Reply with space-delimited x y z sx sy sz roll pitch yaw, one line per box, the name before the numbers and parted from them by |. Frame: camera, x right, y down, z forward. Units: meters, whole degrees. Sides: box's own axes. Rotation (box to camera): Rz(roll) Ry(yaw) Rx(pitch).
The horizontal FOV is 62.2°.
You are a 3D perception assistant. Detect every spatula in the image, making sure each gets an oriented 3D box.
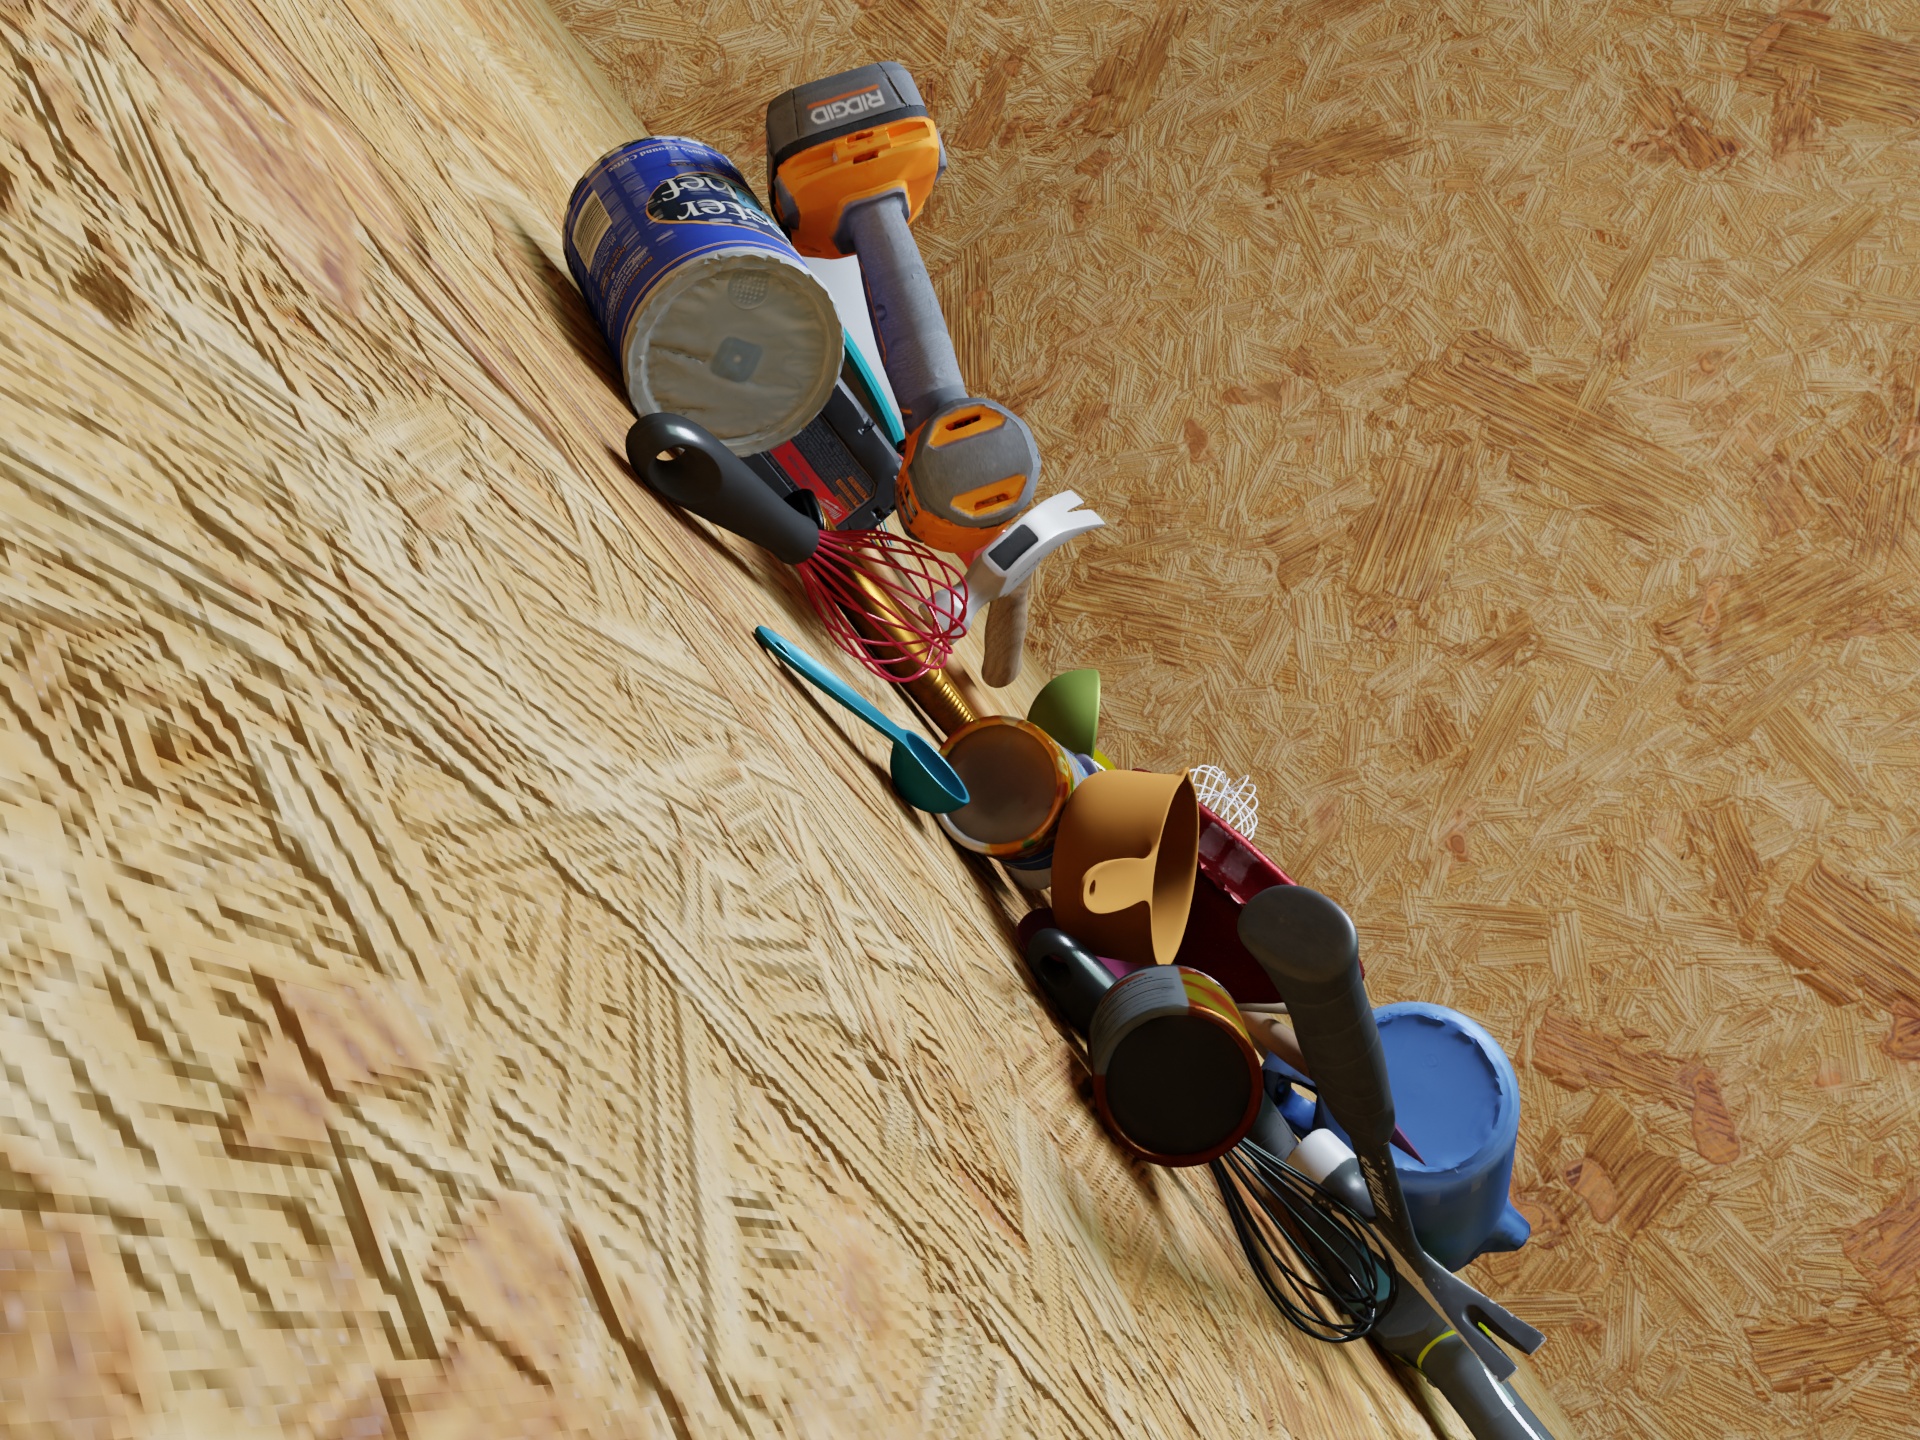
spatula | -0.051 -0.114 1.170 0.322 0.041 0.081 54 -8 -16
spatula | 0.188 0.184 0.866 0.060 0.018 0.316 51 -2 1

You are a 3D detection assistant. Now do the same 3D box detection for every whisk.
whisk | -0.064 -0.151 1.298 0.245 0.051 0.047 61 2 30
whisk | 0.159 0.103 1.125 0.070 0.070 0.285 54 30 -4
whisk | 0.108 0.181 0.691 0.239 0.055 0.055 49 6 -8
whisk | -0.067 -0.078 0.738 0.073 0.073 0.295 56 11 24

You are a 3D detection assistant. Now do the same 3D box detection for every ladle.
ladle | 0.135 0.101 1.000 0.320 0.062 0.078 54 18 -24

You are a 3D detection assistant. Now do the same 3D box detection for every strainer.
strainer | -0.033 -0.245 1.202 0.341 0.095 0.210 50 -11 22

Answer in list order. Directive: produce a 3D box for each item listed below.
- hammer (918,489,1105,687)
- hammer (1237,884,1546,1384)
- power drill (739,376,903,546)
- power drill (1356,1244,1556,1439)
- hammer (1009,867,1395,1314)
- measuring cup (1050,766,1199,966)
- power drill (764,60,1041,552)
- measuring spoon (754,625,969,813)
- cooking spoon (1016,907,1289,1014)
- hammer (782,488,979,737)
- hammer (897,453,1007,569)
hammer | 0.033 -0.072 1.088 0.031 0.130 0.331 47 -6 8
hammer | 0.169 0.173 0.654 0.149 0.036 0.408 42 -10 36
power drill | -0.107 -0.186 0.981 0.187 0.080 0.227 50 4 -40
power drill | 0.323 0.416 0.915 0.223 0.080 0.171 55 5 39
hammer | 0.141 0.188 0.886 0.331 0.033 0.128 57 24 0
measuring cup | 0.058 0.064 0.685 0.173 0.052 0.095 5 92 -68
power drill | -0.029 -0.195 0.816 0.164 0.084 0.226 160 -89 -83
measuring spoon | -0.045 0.003 0.664 0.128 0.021 0.042 39 13 -33
cooking spoon | 0.115 0.139 0.824 0.318 0.017 0.069 20 33 -55
hammer | -0.001 -0.003 0.943 0.336 0.034 0.127 51 7 -25
hammer | -0.068 -0.197 1.140 0.359 0.037 0.149 44 -14 48
